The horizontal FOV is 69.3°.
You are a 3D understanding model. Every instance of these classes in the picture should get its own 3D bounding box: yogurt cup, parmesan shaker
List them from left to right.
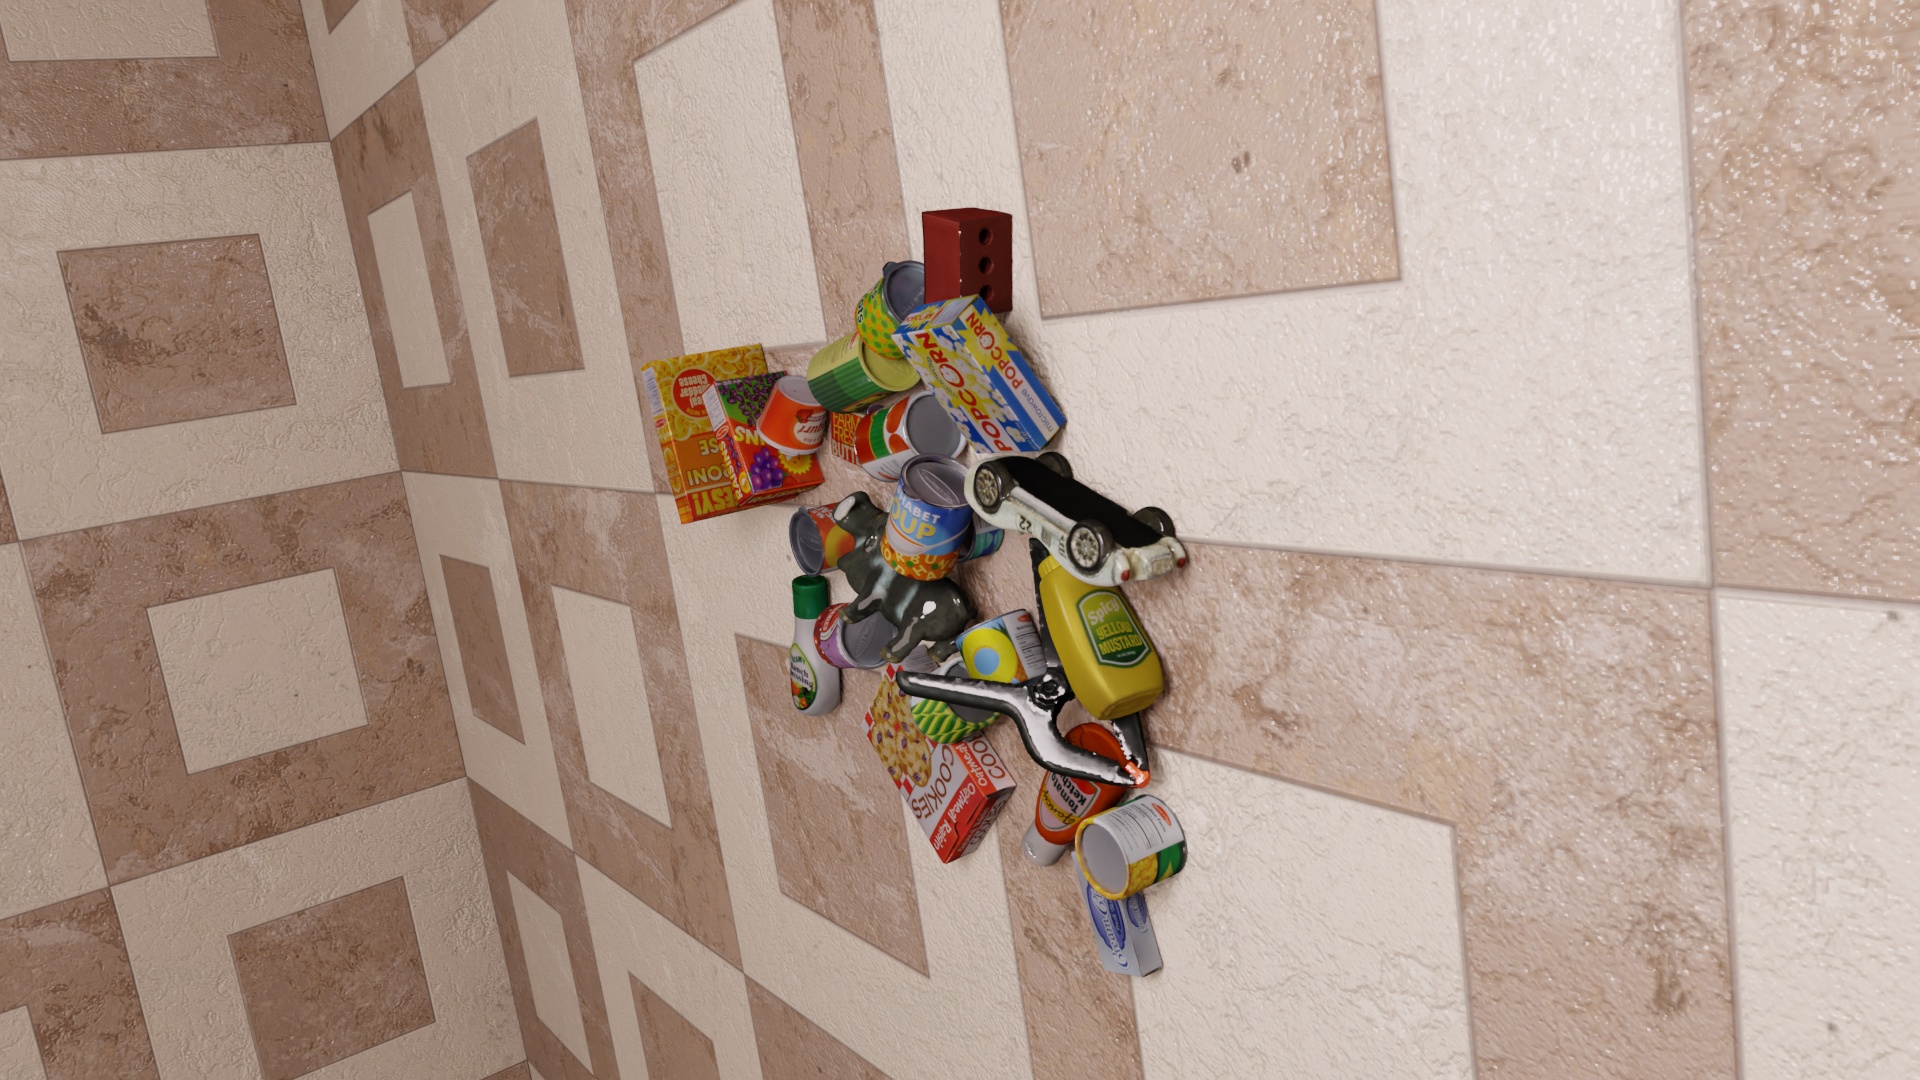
[{"bbox_3d":[-0.160,-0.125,1.356,0.072,0.072,0.053,48,130,34],"label":"yogurt cup"},{"bbox_3d":[-0.083,-0.155,1.231,0.103,0.071,0.071,-15,90,58],"label":"parmesan shaker"}]

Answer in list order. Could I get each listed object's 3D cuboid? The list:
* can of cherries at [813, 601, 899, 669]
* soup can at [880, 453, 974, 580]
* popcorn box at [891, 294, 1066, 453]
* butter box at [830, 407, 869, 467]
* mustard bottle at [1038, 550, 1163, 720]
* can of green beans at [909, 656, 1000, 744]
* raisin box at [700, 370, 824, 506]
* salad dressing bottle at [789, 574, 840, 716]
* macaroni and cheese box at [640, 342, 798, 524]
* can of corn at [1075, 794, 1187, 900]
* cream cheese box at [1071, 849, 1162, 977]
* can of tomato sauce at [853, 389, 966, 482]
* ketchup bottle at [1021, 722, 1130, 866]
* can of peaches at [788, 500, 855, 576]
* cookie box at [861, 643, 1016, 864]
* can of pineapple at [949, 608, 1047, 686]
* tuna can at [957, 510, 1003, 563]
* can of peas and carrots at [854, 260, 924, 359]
[{"bbox_3d":[-0.103,0.090,1.348,0.058,0.072,0.071,-7,96,57],"label":"can of cherries"},{"bbox_3d":[-0.027,-0.018,1.130,0.071,0.071,0.083,50,139,32],"label":"soup can"},{"bbox_3d":[0.014,-0.125,1.070,0.085,0.038,0.126,3,136,56],"label":"popcorn box"},{"bbox_3d":[-0.085,-0.094,1.291,0.103,0.024,0.053,24,121,49],"label":"butter box"},{"bbox_3d":[0.095,0.055,1.051,0.161,0.065,0.048,65,149,23],"label":"mustard bottle"},{"bbox_3d":[-0.002,0.140,1.222,0.057,0.071,0.071,-38,71,54],"label":"can of green beans"},{"bbox_3d":[-0.198,-0.104,1.398,0.040,0.086,0.123,-29,78,51],"label":"raisin box"},{"bbox_3d":[-0.154,0.109,1.454,0.064,0.044,0.147,23,120,49],"label":"salad dressing bottle"},{"bbox_3d":[-0.247,-0.111,1.432,0.040,0.124,0.166,-12,92,58],"label":"macaroni and cheese box"},{"bbox_3d":[0.130,0.239,1.073,0.071,0.058,0.071,26,123,49],"label":"can of corn"},{"bbox_3d":[0.127,0.300,1.132,0.053,0.024,0.104,-19,86,58],"label":"cream cheese box"},{"bbox_3d":[-0.043,-0.091,1.194,0.083,0.071,0.071,-14,91,56],"label":"can of tomato sauce"},{"bbox_3d":[0.090,0.214,1.136,0.065,0.044,0.148,54,141,28],"label":"ketchup bottle"},{"bbox_3d":[-0.126,-0.005,1.356,0.071,0.058,0.071,26,123,50],"label":"can of peaches"},{"bbox_3d":[-0.025,0.201,1.302,0.168,0.040,0.122,55,142,27],"label":"cookie box"},{"bbox_3d":[0.035,0.097,1.150,0.070,0.071,0.058,-41,69,54],"label":"can of pineapple"},{"bbox_3d":[0.004,-0.015,1.183,0.071,0.033,0.070,26,123,49],"label":"tuna can"},{"bbox_3d":[-0.049,-0.193,1.160,0.058,0.071,0.071,-31,77,56],"label":"can of peas and carrots"}]
